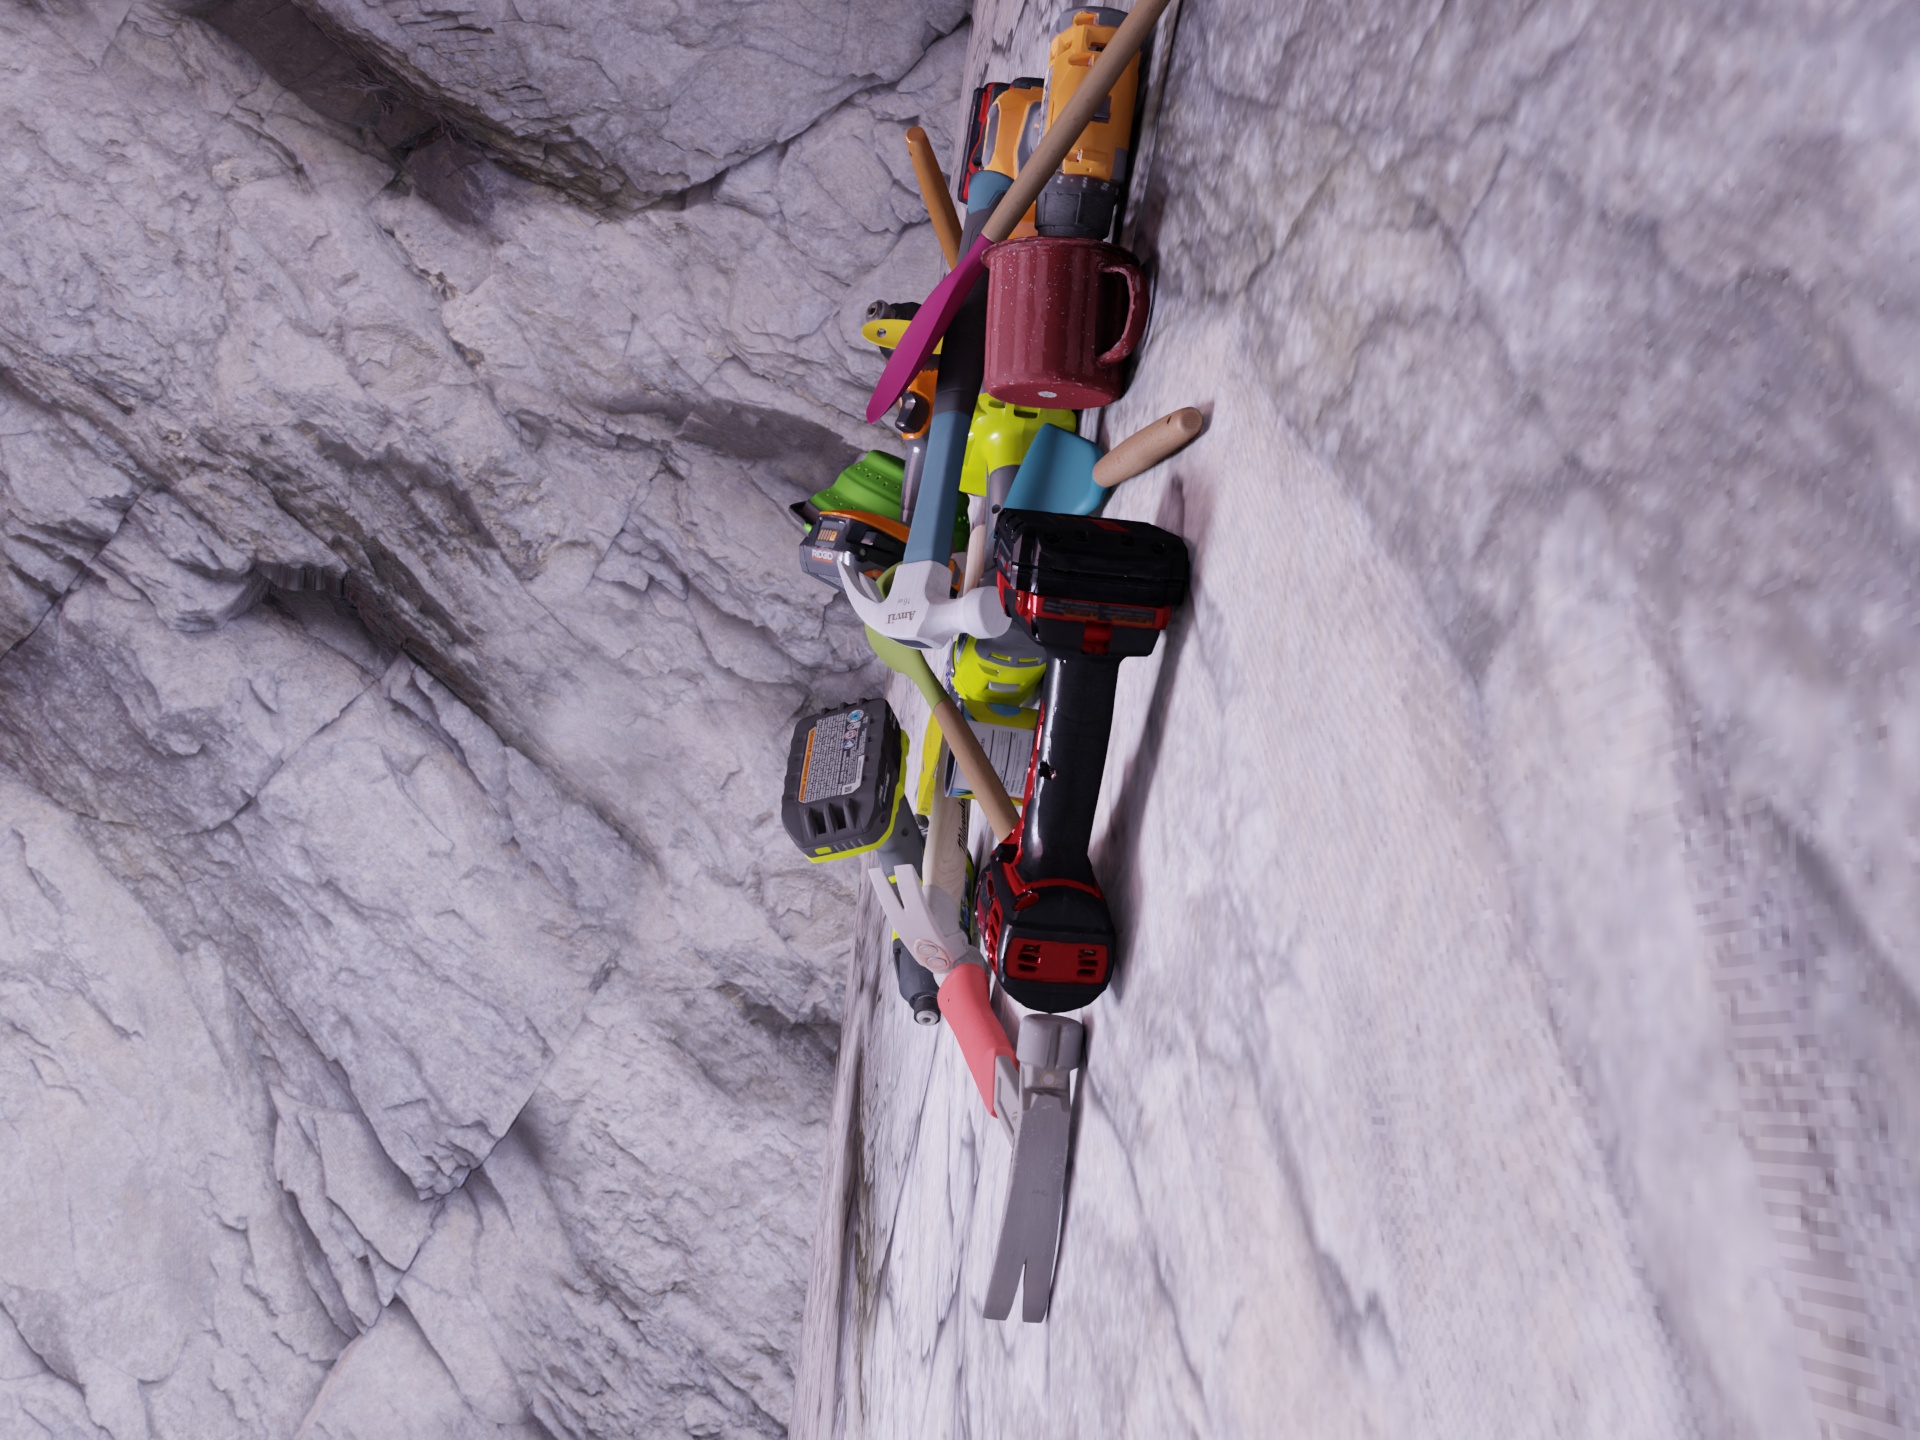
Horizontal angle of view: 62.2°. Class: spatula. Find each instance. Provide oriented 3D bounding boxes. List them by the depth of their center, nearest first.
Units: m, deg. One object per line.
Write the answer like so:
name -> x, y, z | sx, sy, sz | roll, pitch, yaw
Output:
spatula -> 0.073, -0.139, 0.853 | 0.317, 0.044, 0.082 | -170, 104, -83
spatula -> 0.009, -0.329, 1.137 | 0.081, 0.041, 0.322 | 63, -177, 17

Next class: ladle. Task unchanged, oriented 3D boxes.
ladle -> 0.011, 0.009, 0.950 | 0.321, 0.062, 0.078 | -119, 36, -44

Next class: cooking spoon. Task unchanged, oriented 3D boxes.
cooking spoon -> 0.034, -0.311, 0.957 | 0.319, 0.017, 0.069 | -53, 23, 18

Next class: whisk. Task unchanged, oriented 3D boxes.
whisk -> -0.043, 0.122, 1.661 | 0.058, 0.059, 0.246 | -45, 3, 1

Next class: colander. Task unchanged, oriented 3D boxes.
colander -> -0.039, -0.210, 1.634 | 0.094, 0.204, 0.397 | -64, -9, 11

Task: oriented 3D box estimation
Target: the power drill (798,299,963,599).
power drill -> -0.040, -0.204, 1.228 | 0.084, 0.164, 0.226 | 15, 82, 47

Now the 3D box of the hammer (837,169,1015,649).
hammer -> -0.002, -0.201, 0.996 | 0.128, 0.033, 0.331 | -5, 68, 41

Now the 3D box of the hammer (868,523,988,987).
hammer -> -0.002, -0.004, 1.214 | 0.146, 0.038, 0.411 | 61, -152, -45

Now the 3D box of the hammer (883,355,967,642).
hammer -> -0.029, -0.217, 1.440 | 0.130, 0.031, 0.331 | 78, 179, -72

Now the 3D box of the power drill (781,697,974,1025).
power drill -> -0.051, 0.108, 1.198 | 0.171, 0.080, 0.223 | -87, -24, -48

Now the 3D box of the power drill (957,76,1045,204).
power drill -> 0.049, -0.487, 1.447 | 0.227, 0.080, 0.187 | -102, 20, -66

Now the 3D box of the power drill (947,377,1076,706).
power drill -> 0.029, -0.115, 1.107 | 0.190, 0.080, 0.229 | 114, 161, -66

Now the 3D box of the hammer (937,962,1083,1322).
hammer -> 0.019, 0.213, 0.939 | 0.359, 0.036, 0.149 | -162, 80, -84

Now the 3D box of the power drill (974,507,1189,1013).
power drill -> 0.047, 0.014, 0.759 | 0.143, 0.078, 0.219 | -107, 23, -78

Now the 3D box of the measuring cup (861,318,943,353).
measuring cup -> 0.005, -0.274, 1.169 | 0.029, 0.156, 0.062 | 9, -89, -81

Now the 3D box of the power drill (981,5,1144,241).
power drill -> 0.065, -0.370, 1.104 | 0.226, 0.084, 0.185 | -139, 55, -78
